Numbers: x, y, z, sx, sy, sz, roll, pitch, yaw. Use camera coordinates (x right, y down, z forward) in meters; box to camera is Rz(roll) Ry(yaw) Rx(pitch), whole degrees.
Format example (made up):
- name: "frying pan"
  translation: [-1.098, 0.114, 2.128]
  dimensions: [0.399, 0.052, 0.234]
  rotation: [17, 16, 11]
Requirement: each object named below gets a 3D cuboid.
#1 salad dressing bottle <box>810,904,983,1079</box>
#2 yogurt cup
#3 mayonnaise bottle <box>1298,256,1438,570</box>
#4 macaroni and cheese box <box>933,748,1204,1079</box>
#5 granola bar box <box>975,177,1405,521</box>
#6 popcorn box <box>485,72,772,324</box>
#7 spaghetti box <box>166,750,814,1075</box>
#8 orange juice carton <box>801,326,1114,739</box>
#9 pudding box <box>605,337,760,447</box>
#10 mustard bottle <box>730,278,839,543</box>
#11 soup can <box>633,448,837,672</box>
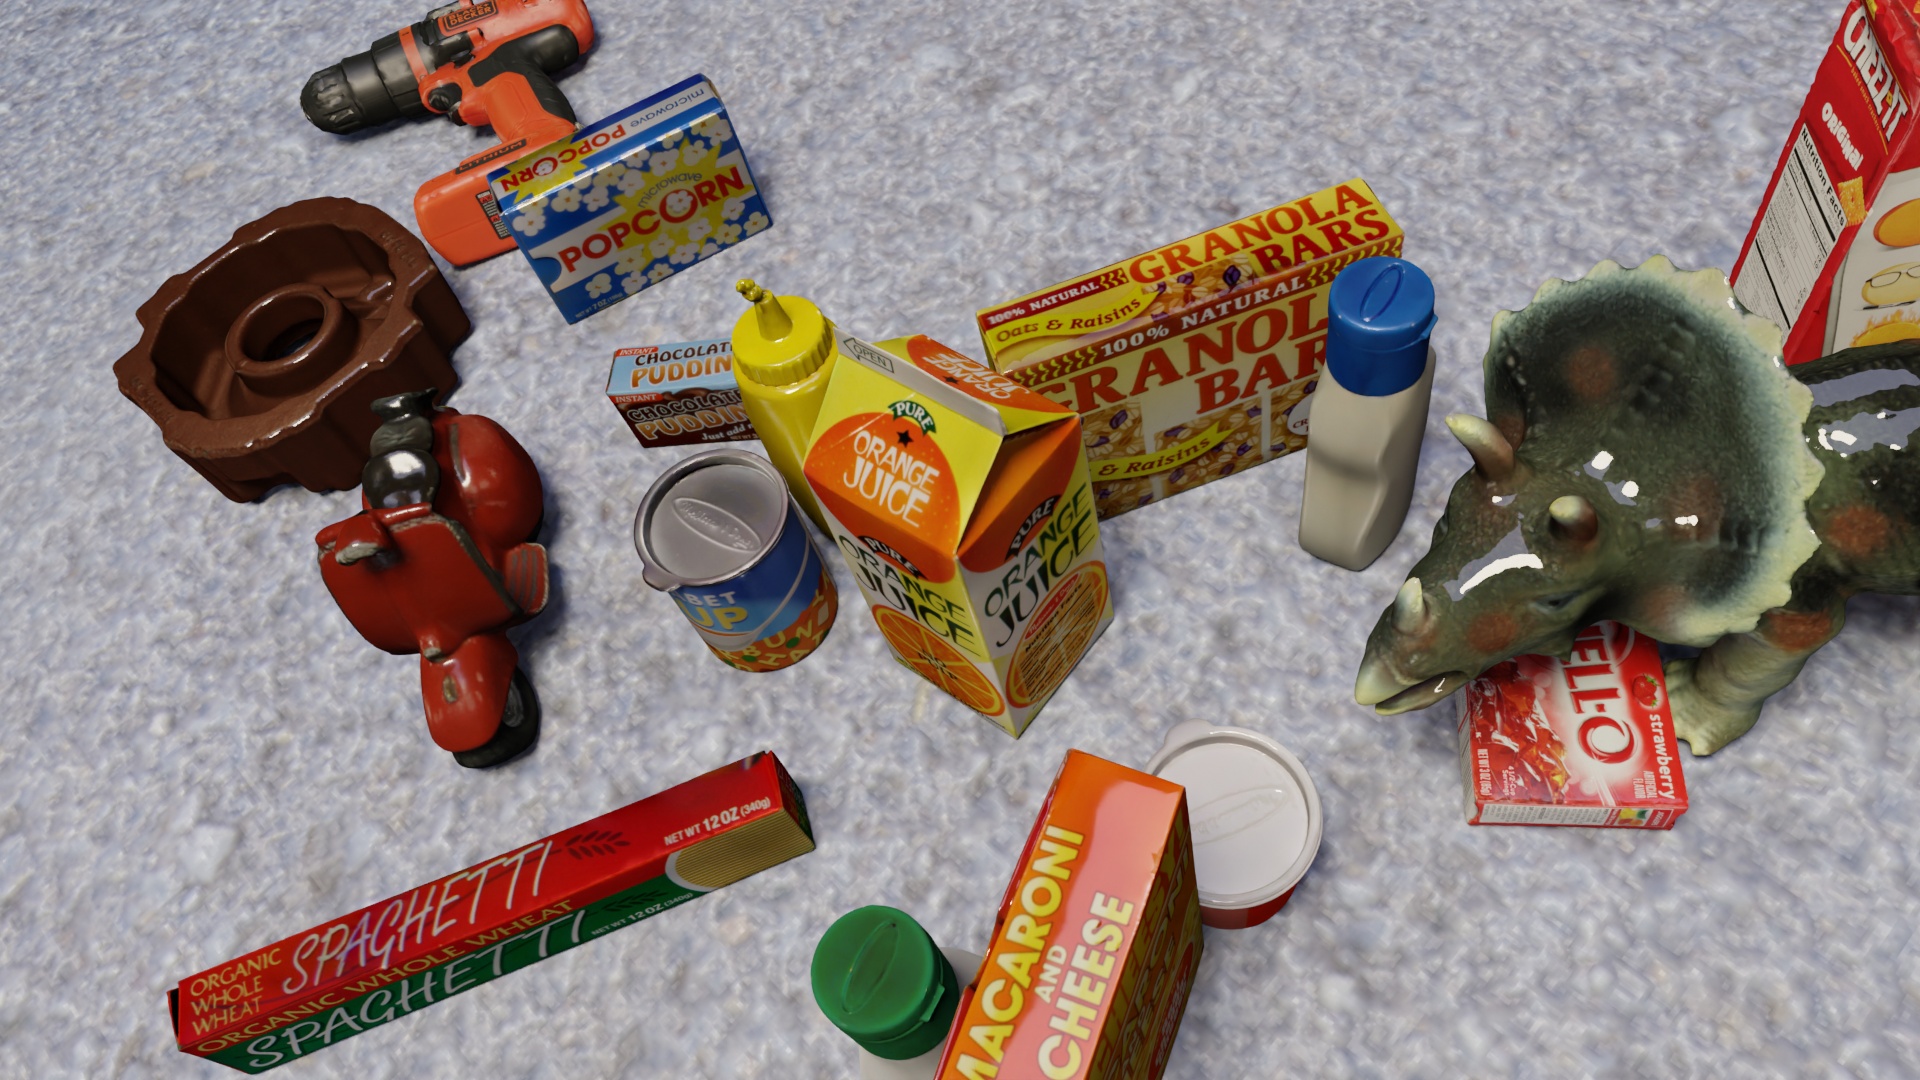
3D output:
- name: "salad dressing bottle"
  translation: [-0.012, 0.158, 0.452]
  dimensions: [0.044, 0.147, 0.064]
  rotation: [20, 65, 23]
- name: "yogurt cup"
  translation: [0.099, 0.110, 0.515]
  dimensions: [0.072, 0.053, 0.073]
  rotation: [-5, 57, 9]
- name: "mayonnaise bottle"
  translation: [0.160, -0.049, 0.547]
  dimensions: [0.041, 0.147, 0.065]
  rotation: [25, 66, 24]
- name: "macaroni and cheese box"
  translation: [0.037, 0.155, 0.433]
  dimensions: [0.040, 0.165, 0.124]
  rotation: [15, 63, 20]
- name: "granola bar box"
  translation: [0.098, -0.073, 0.589]
  dimensions: [0.166, 0.123, 0.039]
  rotation: [-20, 57, -1]
- name: "popcorn box"
  translation: [-0.173, -0.180, 0.737]
  dimensions: [0.127, 0.085, 0.038]
  rotation: [-28, 57, -6]
- name: "spaghetti box"
  translation: [-0.182, 0.149, 0.552]
  dimensions: [0.250, 0.050, 0.029]
  rotation: [-21, 57, -2]
- name: "orange juice carton"
  translation: [0.002, -0.007, 0.526]
  dimensions: [0.072, 0.191, 0.073]
  rotation: [31, 69, 27]
- name: "pudding box"
  translation: [-0.124, -0.073, 0.680]
  dimensions: [0.084, 0.049, 0.030]
  rotation: [-4, 58, 10]
- name: "mustard bottle"
  translation: [-0.063, -0.057, 0.591]
  dimensions: [0.049, 0.159, 0.065]
  rotation: [-40, 59, -13]
- name: "soup can"
  translation: [-0.096, 0.012, 0.600]
  dimensions: [0.071, 0.083, 0.071]
  rotation: [-5, 58, 9]
